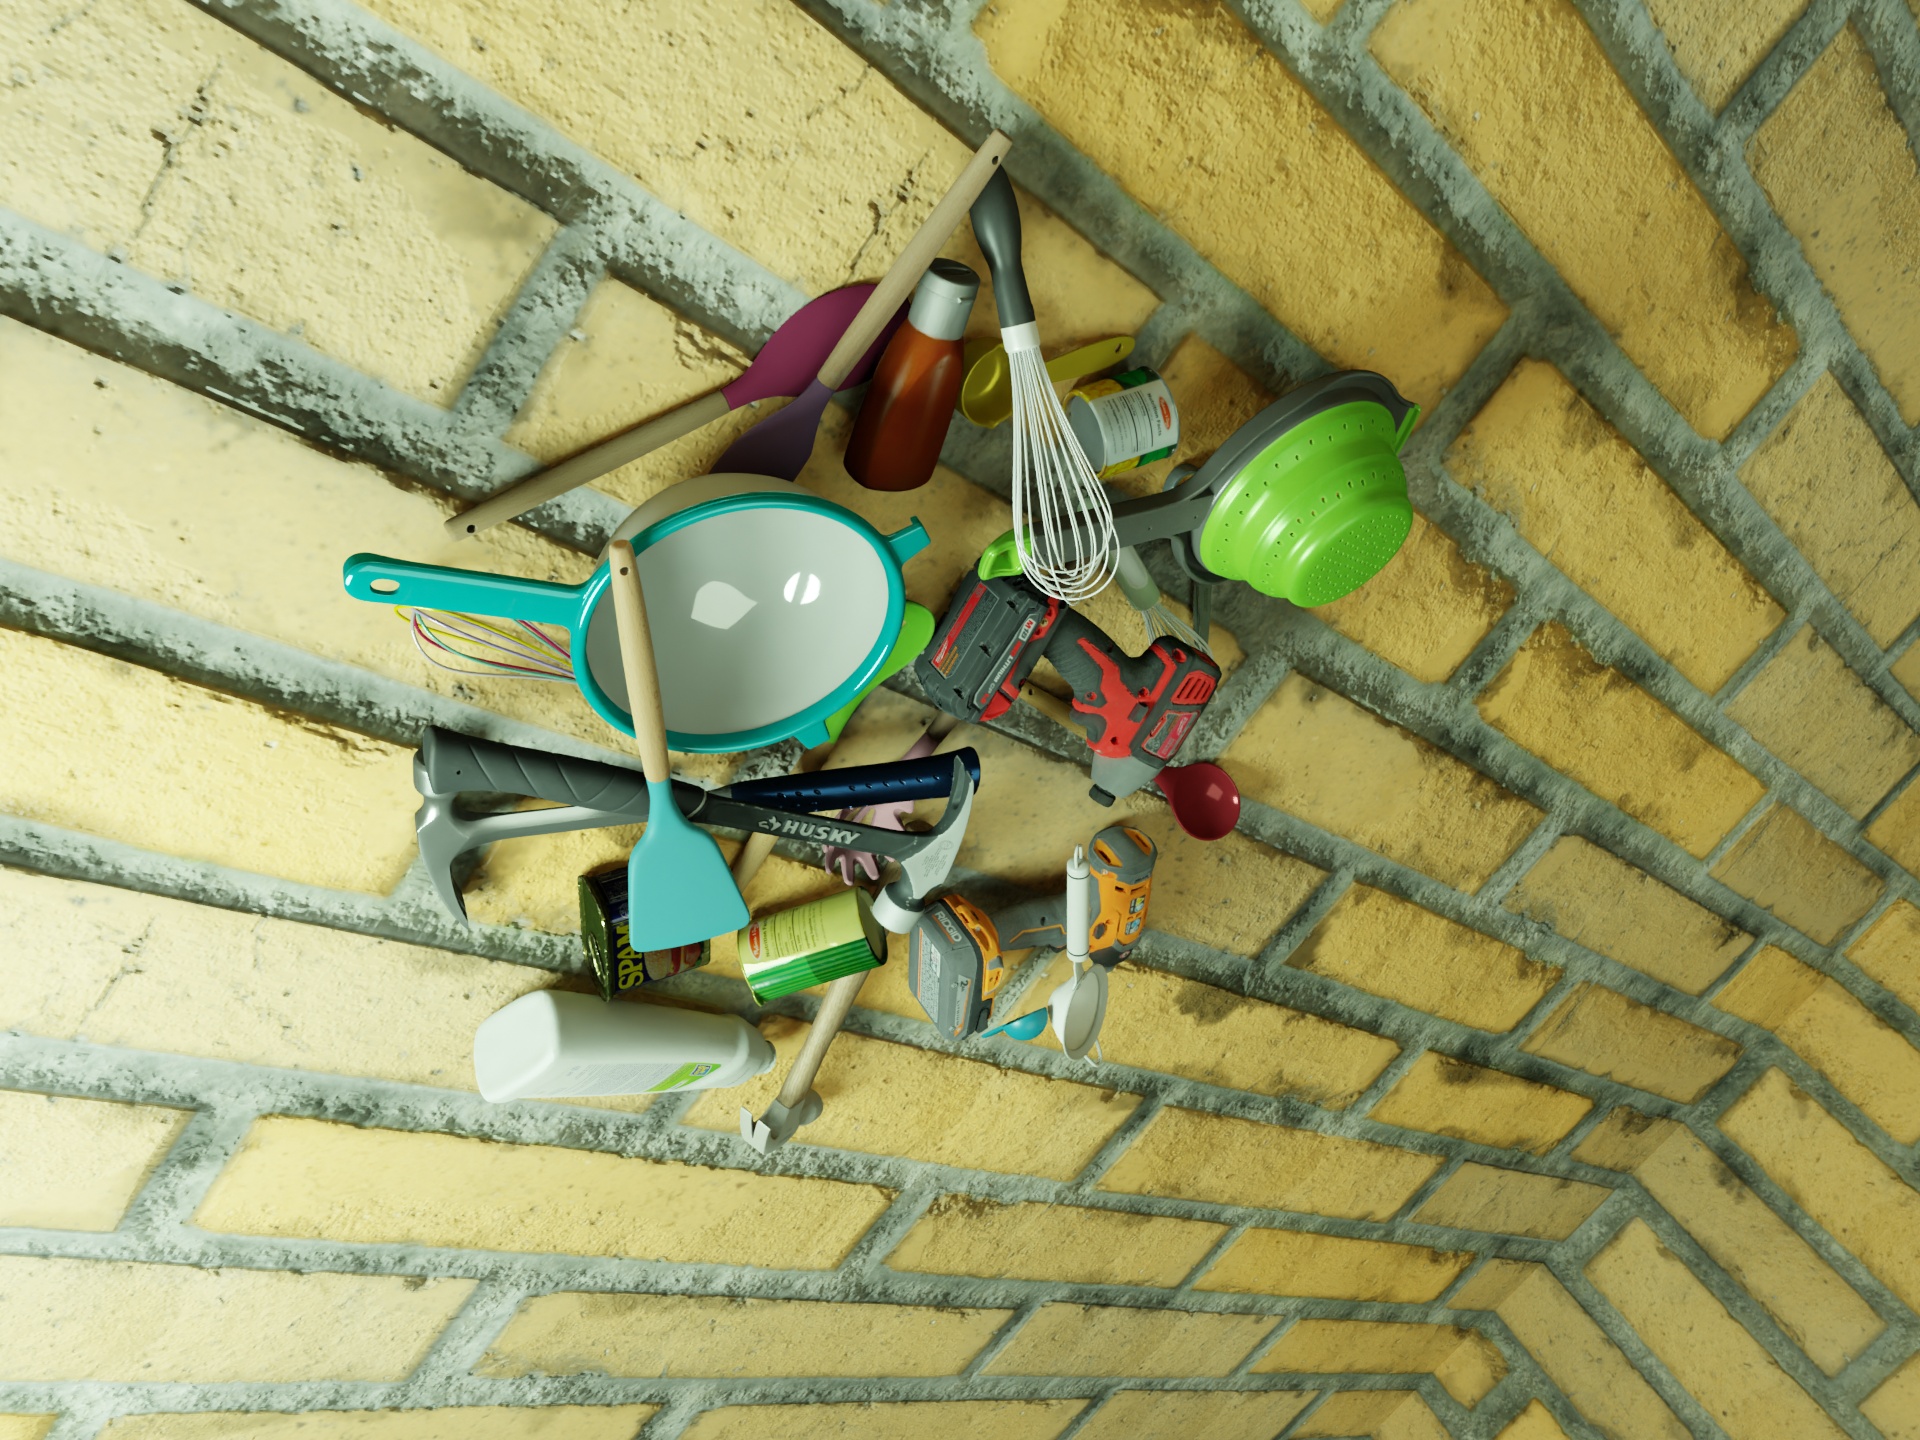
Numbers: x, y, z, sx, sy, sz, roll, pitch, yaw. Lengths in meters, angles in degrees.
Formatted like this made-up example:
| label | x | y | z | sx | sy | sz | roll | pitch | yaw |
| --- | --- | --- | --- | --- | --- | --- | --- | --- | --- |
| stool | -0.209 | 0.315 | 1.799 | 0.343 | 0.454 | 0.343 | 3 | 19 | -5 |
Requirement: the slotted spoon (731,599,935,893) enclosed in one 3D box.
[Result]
| label | x | y | z | sx | sy | sz | roll | pitch | yaw |
| --- | --- | --- | --- | --- | --- | --- | --- | --- | --- |
| slotted spoon | -0.114 | 0.032 | 1.189 | 0.070 | 0.031 | 0.313 | 13 | 119 | -40 |

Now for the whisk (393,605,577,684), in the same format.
| label | x | y | z | sx | sy | sz | roll | pitch | yaw |
| --- | --- | --- | --- | --- | --- | --- | --- | --- | --- |
| whisk | -0.258 | -0.035 | 1.031 | 0.047 | 0.051 | 0.244 | -32 | 146 | 25 |

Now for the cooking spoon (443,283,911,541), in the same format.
| label | x | y | z | sx | sy | sz | roll | pitch | yaw |
| --- | --- | --- | --- | --- | --- | --- | --- | --- | --- |
| cooking spoon | -0.167 | -0.185 | 0.974 | 0.319 | 0.017 | 0.068 | -28 | 136 | -12 |

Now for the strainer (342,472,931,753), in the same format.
| label | x | y | z | sx | sy | sz | roll | pitch | yaw |
| --- | --- | --- | --- | --- | --- | --- | --- | --- | --- |
| strainer | -0.202 | -0.089 | 0.979 | 0.340 | 0.095 | 0.211 | 6 | 131 | -30 |

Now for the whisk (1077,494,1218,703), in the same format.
| label | x | y | z | sx | sy | sz | roll | pitch | yaw |
| --- | --- | --- | --- | --- | --- | --- | --- | --- | --- |
| whisk | 0.149 | -0.090 | 1.248 | 0.058 | 0.059 | 0.246 | -47 | 133 | -9 |

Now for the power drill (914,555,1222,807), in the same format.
| label | x | y | z | sx | sy | sz | roll | pitch | yaw |
| --- | --- | --- | --- | --- | --- | --- | --- | --- | --- |
| power drill | 0.083 | -0.023 | 1.196 | 0.219 | 0.079 | 0.143 | 24 | 104 | -32 |

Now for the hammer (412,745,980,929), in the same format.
| label | x | y | z | sx | sy | sz | roll | pitch | yaw |
| --- | --- | --- | --- | --- | --- | --- | --- | --- | --- |
| hammer | -0.178 | 0.063 | 1.139 | 0.405 | 0.035 | 0.144 | -6 | 129 | -23 |

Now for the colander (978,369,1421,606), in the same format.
| label | x | y | z | sx | sy | sz | roll | pitch | yaw |
| --- | --- | --- | --- | --- | --- | --- | --- | --- | --- |
| colander | 0.197 | -0.131 | 1.142 | 0.397 | 0.095 | 0.204 | -17 | 149 | -29 |

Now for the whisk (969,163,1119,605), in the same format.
| label | x | y | z | sx | sy | sz | roll | pitch | yaw |
| --- | --- | --- | --- | --- | --- | --- | --- | --- | --- |
| whisk | 0.045 | -0.210 | 1.004 | 0.070 | 0.070 | 0.284 | -19 | 106 | -20 |

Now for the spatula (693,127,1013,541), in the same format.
| label | x | y | z | sx | sy | sz | roll | pitch | yaw |
| --- | --- | --- | --- | --- | --- | --- | --- | --- | --- |
| spatula | -0.069 | -0.227 | 0.973 | 0.059 | 0.018 | 0.316 | 14 | 127 | -44 |

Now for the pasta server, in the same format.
| label | x | y | z | sx | sy | sz | roll | pitch | yaw |
| --- | --- | --- | --- | --- | --- | --- | --- | --- | --- |
| pasta server | -0.002 | -0.004 | 1.225 | 0.060 | 0.040 | 0.316 | 33 | 103 | -31 |

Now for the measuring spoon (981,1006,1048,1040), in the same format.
| label | x | y | z | sx | sy | sz | roll | pitch | yaw |
| --- | --- | --- | --- | --- | --- | --- | --- | --- | --- |
| measuring spoon | 0.046 | 0.279 | 1.414 | 0.042 | 0.021 | 0.128 | -21 | 169 | -23 |

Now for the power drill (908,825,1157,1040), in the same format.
| label | x | y | z | sx | sy | sz | roll | pitch | yaw |
| --- | --- | --- | --- | --- | --- | --- | --- | --- | --- |
| power drill | 0.069 | 0.197 | 1.414 | 0.226 | 0.084 | 0.164 | -20 | 136 | -24 |

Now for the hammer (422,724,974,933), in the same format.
| label | x | y | z | sx | sy | sz | roll | pitch | yaw |
| --- | --- | --- | --- | --- | --- | --- | --- | --- | --- |
| hammer | -0.167 | 0.058 | 1.092 | 0.408 | 0.036 | 0.149 | 14 | 117 | -35 |

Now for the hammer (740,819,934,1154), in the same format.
| label | x | y | z | sx | sy | sz | roll | pitch | yaw |
| --- | --- | --- | --- | --- | --- | --- | --- | --- | --- |
| hammer | -0.100 | 0.229 | 1.335 | 0.331 | 0.031 | 0.130 | -64 | 163 | 18 |

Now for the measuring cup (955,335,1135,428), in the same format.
| label | x | y | z | sx | sy | sz | roll | pitch | yaw |
| --- | --- | --- | --- | --- | --- | --- | --- | --- | --- |
| measuring cup | 0.054 | -0.242 | 1.077 | 0.156 | 0.029 | 0.062 | -24 | 137 | -32 |

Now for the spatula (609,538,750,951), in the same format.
| label | x | y | z | sx | sy | sz | roll | pitch | yaw |
| --- | --- | --- | --- | --- | --- | --- | --- | --- | --- |
| spatula | -0.188 | 0.023 | 0.991 | 0.082 | 0.044 | 0.317 | -12 | 135 | -13 |

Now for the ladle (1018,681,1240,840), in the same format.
| label | x | y | z | sx | sy | sz | roll | pitch | yaw |
| --- | --- | --- | --- | --- | --- | --- | --- | --- | --- |
| ladle | 0.143 | 0.029 | 1.356 | 0.315 | 0.031 | 0.069 | 30 | 75 | -42 |

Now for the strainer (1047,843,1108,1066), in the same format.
| label | x | y | z | sx | sy | sz | roll | pitch | yaw |
| --- | --- | --- | --- | --- | --- | --- | --- | --- | --- |
| strainer | 0.099 | 0.199 | 1.349 | 0.087 | 0.050 | 0.258 | -49 | 147 | -42 |
